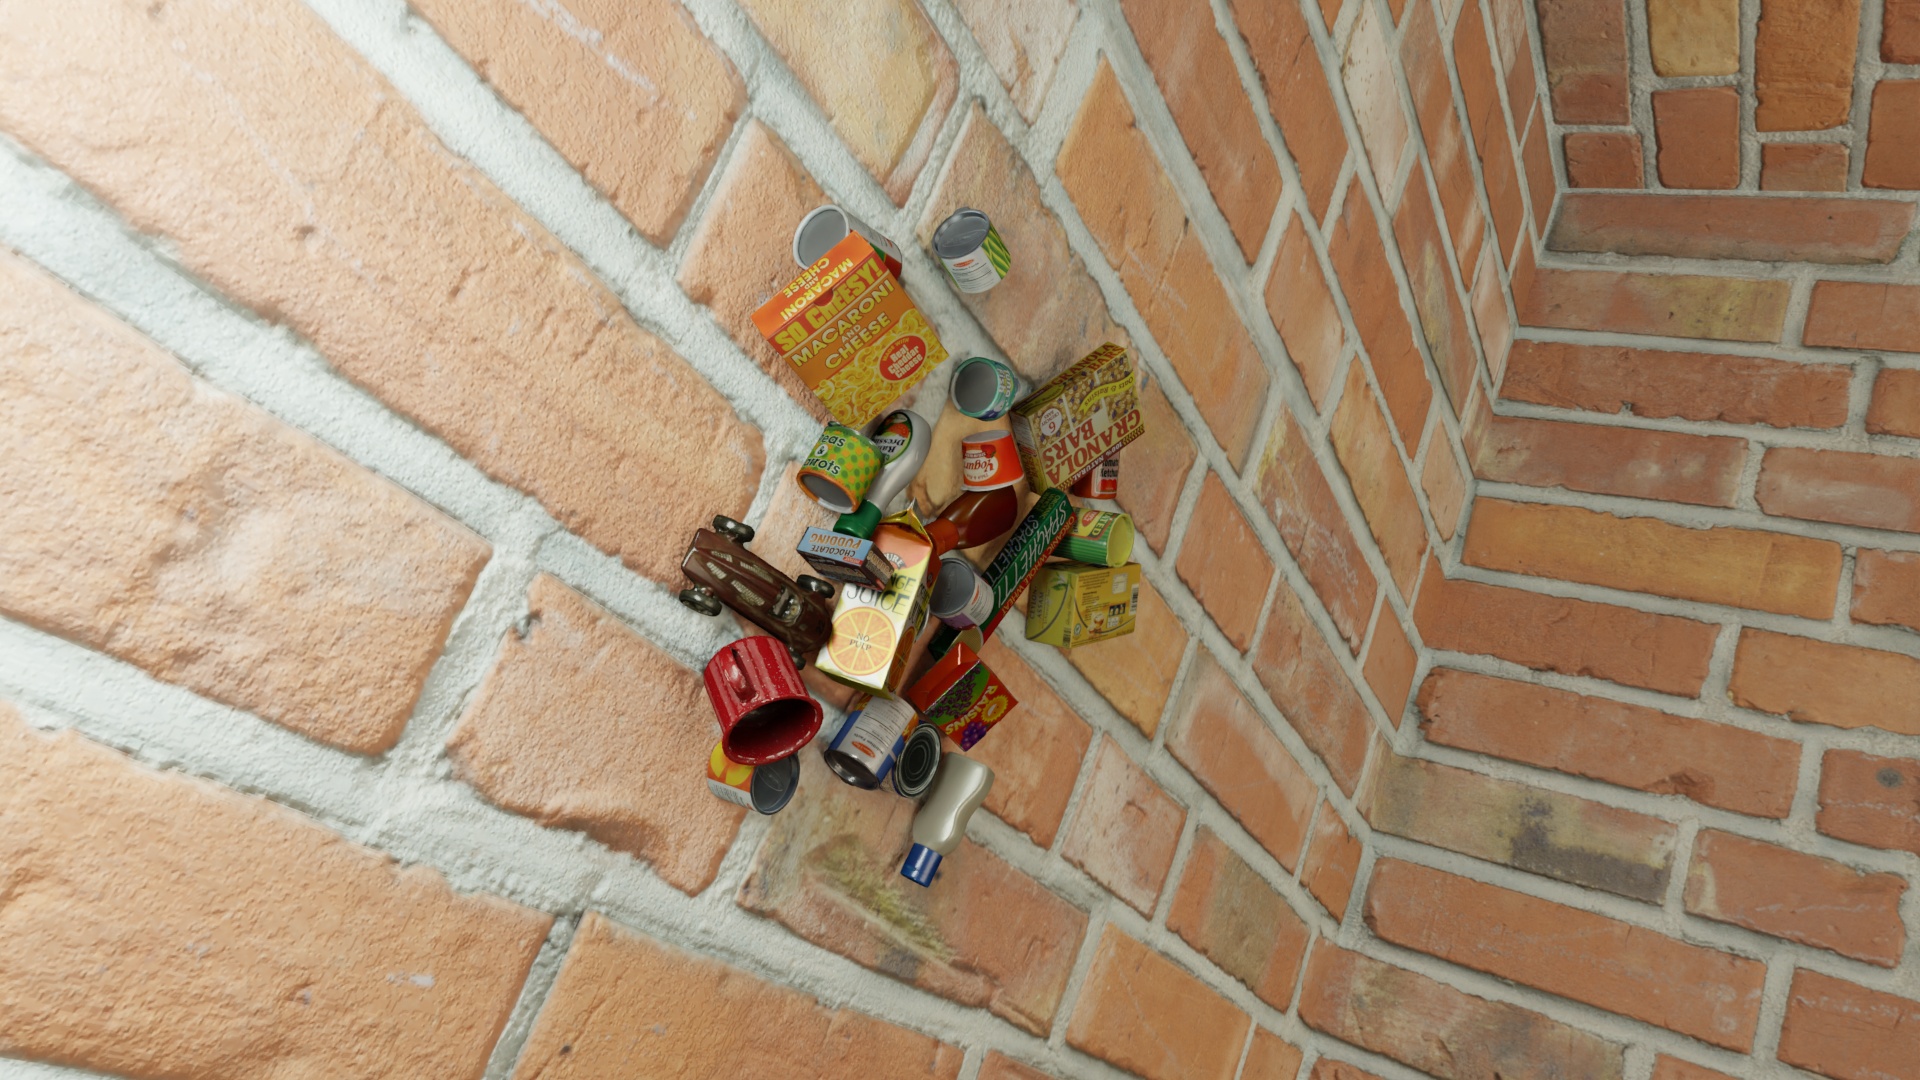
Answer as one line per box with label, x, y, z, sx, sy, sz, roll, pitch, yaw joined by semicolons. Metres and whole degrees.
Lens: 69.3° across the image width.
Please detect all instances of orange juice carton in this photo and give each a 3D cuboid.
orange juice carton;-0.073;0.054;1.383;0.071;0.073;0.193;66;42;-72

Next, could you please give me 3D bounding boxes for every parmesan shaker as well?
parmesan shaker;0.149;-0.005;1.685;0.071;0.103;0.071;-20;115;-53

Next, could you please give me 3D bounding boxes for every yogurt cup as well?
yogurt cup;0.033;-0.089;1.528;0.073;0.072;0.053;-29;114;-49

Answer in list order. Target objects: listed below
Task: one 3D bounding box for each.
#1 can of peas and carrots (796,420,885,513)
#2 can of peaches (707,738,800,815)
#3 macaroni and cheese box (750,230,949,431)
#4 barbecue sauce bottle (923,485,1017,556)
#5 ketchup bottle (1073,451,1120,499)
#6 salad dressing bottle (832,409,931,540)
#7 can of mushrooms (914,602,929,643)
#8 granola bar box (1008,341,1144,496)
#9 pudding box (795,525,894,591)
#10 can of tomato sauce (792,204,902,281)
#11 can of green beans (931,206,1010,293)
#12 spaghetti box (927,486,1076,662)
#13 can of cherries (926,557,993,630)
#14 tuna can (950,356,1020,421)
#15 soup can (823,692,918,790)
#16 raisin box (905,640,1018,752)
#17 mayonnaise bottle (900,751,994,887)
can of peas and carrots;-0.115;-0.068;1.312;0.059;0.071;0.070;-62;142;-24
can of peaches;-0.190;0.212;1.283;0.071;0.058;0.071;-19;113;-52
macaroni and cheese box;-0.097;-0.185;1.269;0.124;0.040;0.166;-40;144;1
barbecue sauce bottle;0.005;-0.019;1.523;0.149;0.044;0.064;-29;126;-49
ketchup bottle;0.176;-0.127;1.746;0.065;0.043;0.148;-1;99;-50
salad dressing bottle;-0.078;-0.060;1.366;0.044;0.064;0.148;54;51;-43
can of mushrooms;-0.065;0.076;1.454;0.071;0.033;0.070;-22;117;-52
granola bar box;0.142;-0.142;1.653;0.166;0.039;0.123;-36;130;-23
pudding box;-0.110;0.017;1.327;0.030;0.084;0.049;-62;143;-20
can of tomato sauce;-0.105;-0.261;1.277;0.083;0.071;0.071;22;80;-55
can of green beans;0.012;-0.299;1.437;0.057;0.071;0.071;51;58;-50
spaghetti box;0.051;0.044;1.589;0.251;0.029;0.050;-52;139;-22
can of cherries;-0.006;0.058;1.506;0.058;0.071;0.071;41;65;-59
tuna can;0.026;-0.163;1.490;0.033;0.071;0.071;9;91;-55
soup can;-0.091;0.204;1.423;0.084;0.071;0.071;-56;140;-32
raisin box;0.004;0.174;1.541;0.086;0.040;0.123;-43;143;-4
mayonnaise bottle;-0.019;0.315;1.563;0.148;0.065;0.041;-62;147;-17
